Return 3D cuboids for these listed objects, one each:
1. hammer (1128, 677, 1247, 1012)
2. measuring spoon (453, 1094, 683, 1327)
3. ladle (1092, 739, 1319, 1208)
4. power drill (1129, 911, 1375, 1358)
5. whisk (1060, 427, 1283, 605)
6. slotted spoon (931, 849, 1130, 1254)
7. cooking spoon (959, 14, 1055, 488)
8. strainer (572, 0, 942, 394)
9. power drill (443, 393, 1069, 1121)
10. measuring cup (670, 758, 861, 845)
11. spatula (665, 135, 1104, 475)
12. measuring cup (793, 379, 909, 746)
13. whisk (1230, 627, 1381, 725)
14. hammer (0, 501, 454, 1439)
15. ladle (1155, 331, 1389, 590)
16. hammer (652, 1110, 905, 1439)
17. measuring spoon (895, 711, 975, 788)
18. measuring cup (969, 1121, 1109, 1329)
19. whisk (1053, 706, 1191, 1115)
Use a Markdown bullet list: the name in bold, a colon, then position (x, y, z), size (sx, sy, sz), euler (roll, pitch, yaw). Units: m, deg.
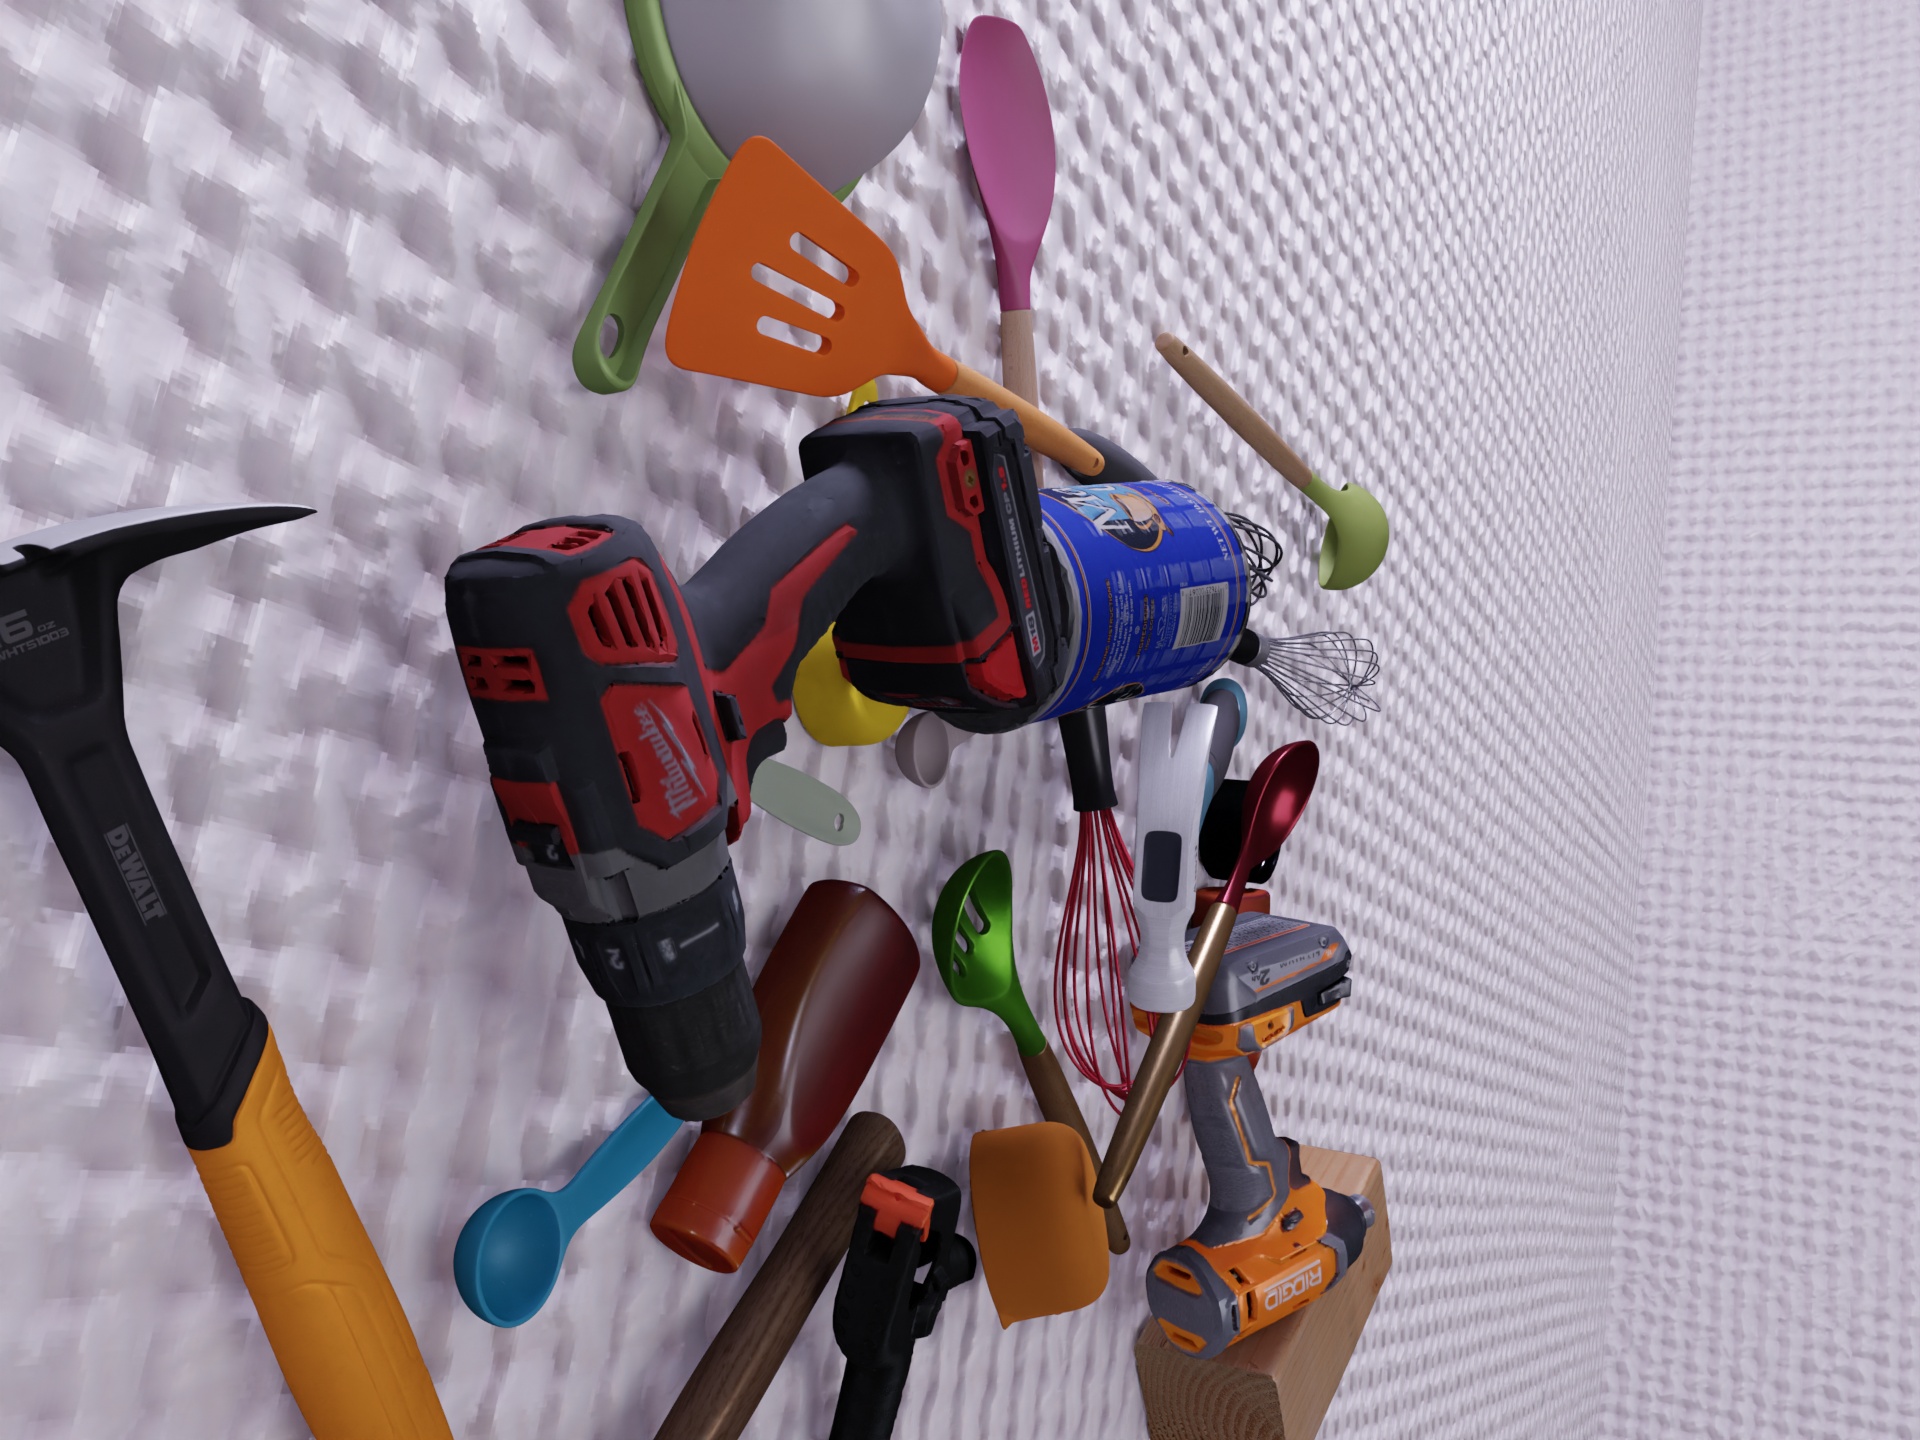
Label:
- **hammer**: position (0.125, 0.030, 0.836), size (0.331, 0.033, 0.128), euler (-43, 135, -71)
- **measuring spoon**: position (-0.130, 0.156, 0.541), size (0.128, 0.021, 0.042), euler (-40, 124, -61)
- **ladle**: position (0.128, 0.118, 0.814), size (0.315, 0.031, 0.069), euler (-57, 148, -42)
- **power drill**: position (0.177, 0.231, 0.918), size (0.164, 0.084, 0.226), euler (-10, 98, -37)
- **whisk**: position (0.119, -0.115, 0.901), size (0.238, 0.055, 0.055), euler (22, 73, -52)
- **slotted spoon**: position (0.042, 0.182, 0.807), size (0.070, 0.031, 0.313), euler (-58, 140, -38)
- **cooking spoon**: position (0.028, -0.172, 0.770), size (0.068, 0.017, 0.319), euler (-16, 105, -48)
- **strainer**: position (-0.066, -0.221, 0.567), size (0.151, 0.069, 0.256), euler (50, 50, -48)
- **power drill**: position (-0.054, 0.001, 0.524), size (0.227, 0.080, 0.187), euler (-38, 123, -48)
- **measuring cup**: position (-0.092, 0.017, 0.571), size (0.167, 0.038, 0.083), euler (34, 63, -56)
- **spatula**: position (-0.005, -0.142, 0.661), size (0.322, 0.041, 0.081), euler (7, 107, -66)
- **measuring cup**: position (-0.037, -0.066, 0.658), size (0.062, 0.029, 0.156), euler (7, 88, -58)
- **whisk**: position (0.200, -0.042, 1.027), size (0.284, 0.070, 0.070), euler (12, 81, -52)
- **hammer**: position (-0.184, 0.111, 0.429), size (0.127, 0.034, 0.336), euler (-38, 124, -50)
- **ladle**: position (0.202, -0.169, 1.042), size (0.319, 0.062, 0.078), euler (28, 70, -48)
- **hammer**: position (-0.101, 0.262, 0.552), size (0.331, 0.031, 0.130), euler (-53, 155, -48)
- **measuring spoon**: position (-0.001, -0.002, 0.742), size (0.124, 0.018, 0.034), euler (-40, 125, -58)
- **measuring cup**: position (0.051, 0.257, 0.779), size (0.173, 0.052, 0.095), euler (64, 15, -50)
- **whisk**: position (0.073, 0.064, 0.824), size (0.073, 0.073, 0.296), euler (-17, 100, -57)
